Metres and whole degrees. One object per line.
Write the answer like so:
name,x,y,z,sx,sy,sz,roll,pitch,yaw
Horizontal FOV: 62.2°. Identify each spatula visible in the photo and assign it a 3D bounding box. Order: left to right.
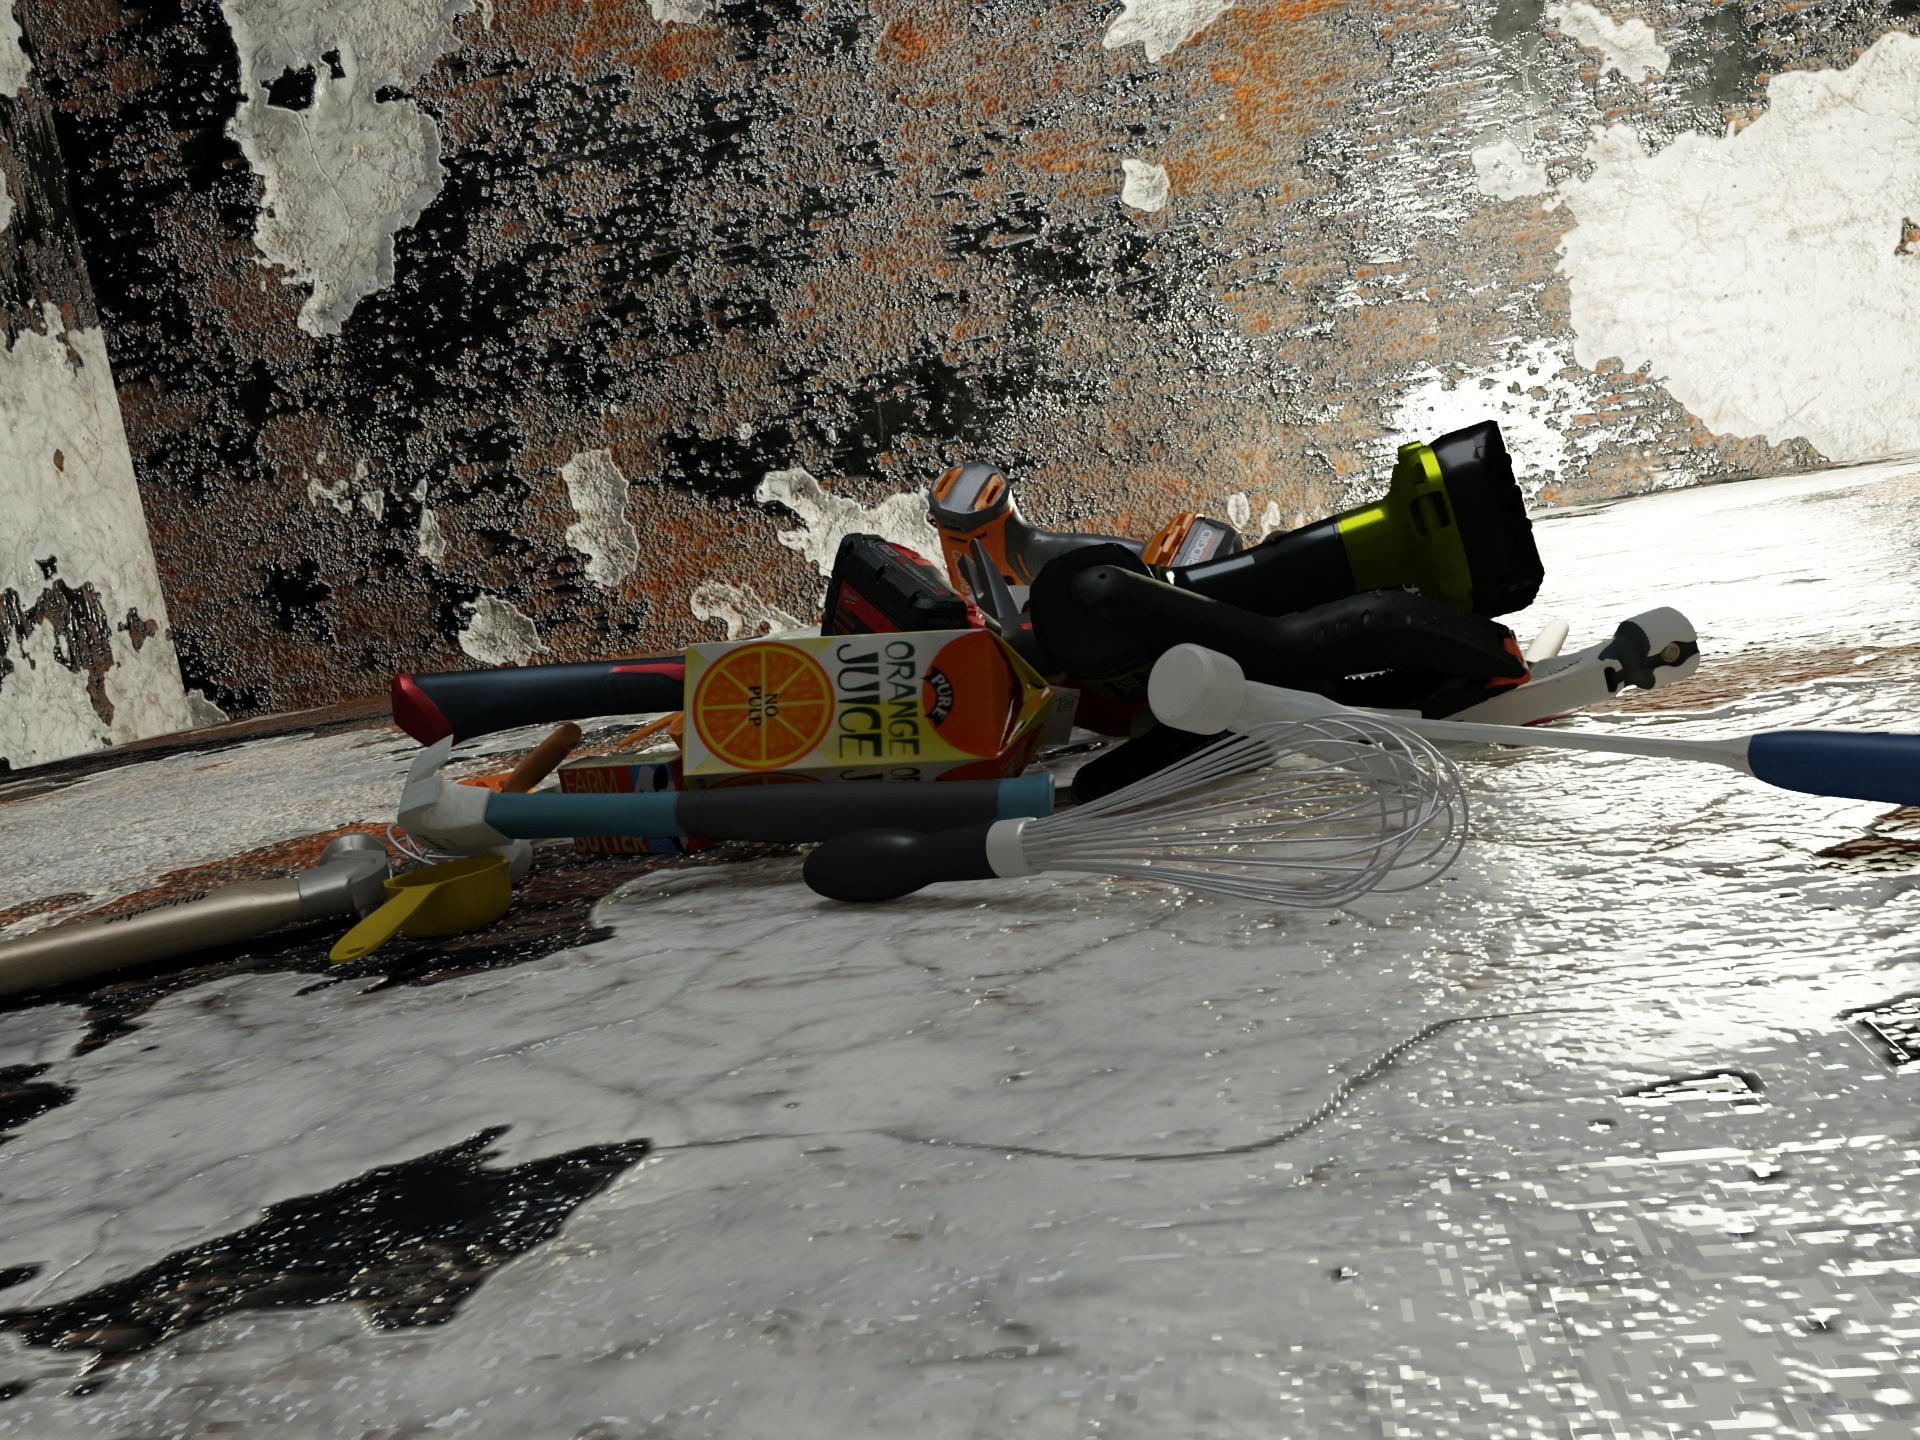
spatula,-0.294,0.031,1.053,0.081,0.041,0.322,-13,-6,-28

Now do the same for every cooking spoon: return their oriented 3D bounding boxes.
cooking spoon,0.328,-0.029,0.915,0.069,0.017,0.319,-6,9,27

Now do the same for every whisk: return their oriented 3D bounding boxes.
whisk,-0.266,0.060,0.944,0.059,0.058,0.246,26,9,5
whisk,0.048,0.045,0.591,0.284,0.070,0.070,-11,5,37

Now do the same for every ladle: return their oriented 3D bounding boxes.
ladle,-0.001,-0.003,0.928,0.315,0.031,0.069,-5,38,-34

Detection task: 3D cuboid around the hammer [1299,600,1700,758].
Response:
hammer,0.242,-0.055,0.923,0.149,0.036,0.409,-19,15,-4

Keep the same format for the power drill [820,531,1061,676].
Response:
power drill,0.035,-0.058,0.944,0.219,0.078,0.143,-3,29,-33

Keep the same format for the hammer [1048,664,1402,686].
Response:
hammer,0.164,-0.026,1.051,0.335,0.035,0.146,-8,7,15

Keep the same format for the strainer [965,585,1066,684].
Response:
strainer,0.073,-0.069,1.092,0.256,0.069,0.151,-14,-7,33

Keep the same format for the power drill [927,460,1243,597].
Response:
power drill,0.092,-0.100,1.181,0.226,0.164,0.084,17,59,23

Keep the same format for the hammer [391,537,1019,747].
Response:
hammer,-0.136,-0.038,0.947,0.386,0.143,0.038,-5,-27,-26

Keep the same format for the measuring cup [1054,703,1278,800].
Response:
measuring cup,0.086,0.014,0.817,0.167,0.038,0.083,-11,7,-24

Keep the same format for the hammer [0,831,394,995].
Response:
hammer,-0.476,0.123,0.740,0.410,0.038,0.146,-13,9,-19

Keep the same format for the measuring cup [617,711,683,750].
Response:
measuring cup,-0.180,0.014,1.122,0.173,0.052,0.095,-19,20,43

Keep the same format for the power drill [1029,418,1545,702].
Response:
power drill,0.159,-0.064,0.790,0.228,0.080,0.190,-16,-10,14

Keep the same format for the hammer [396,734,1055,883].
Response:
hammer,-0.114,0.044,0.742,0.331,0.033,0.128,-2,-25,18

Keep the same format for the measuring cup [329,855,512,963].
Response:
measuring cup,-0.242,0.092,0.706,0.062,0.029,0.156,-9,9,2

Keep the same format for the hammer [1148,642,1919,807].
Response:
hammer,0.255,0.011,0.521,0.144,0.035,0.406,14,-5,-39
